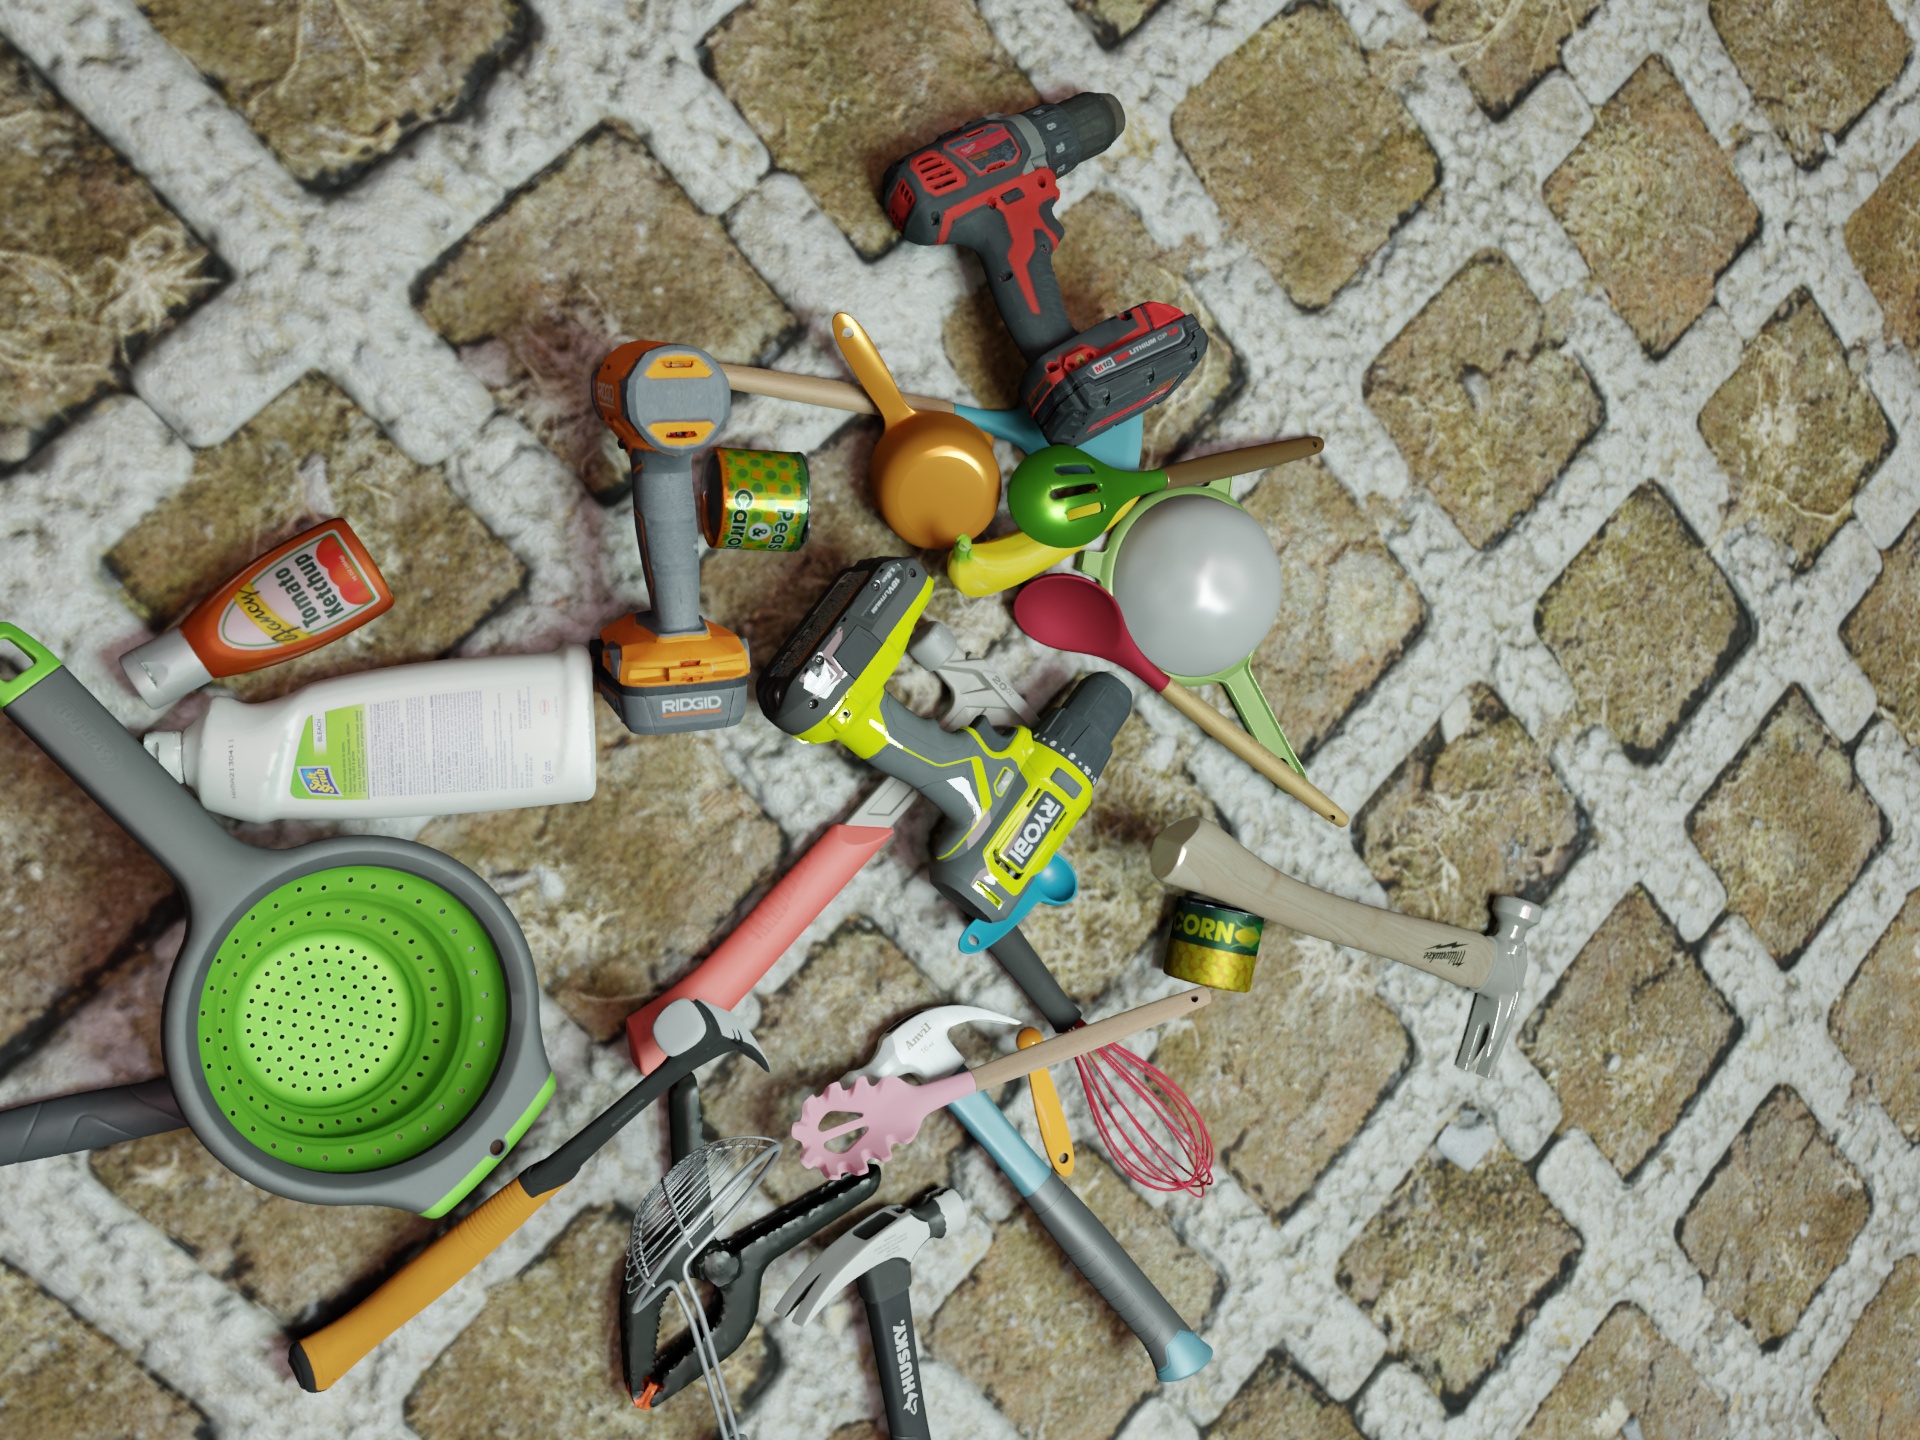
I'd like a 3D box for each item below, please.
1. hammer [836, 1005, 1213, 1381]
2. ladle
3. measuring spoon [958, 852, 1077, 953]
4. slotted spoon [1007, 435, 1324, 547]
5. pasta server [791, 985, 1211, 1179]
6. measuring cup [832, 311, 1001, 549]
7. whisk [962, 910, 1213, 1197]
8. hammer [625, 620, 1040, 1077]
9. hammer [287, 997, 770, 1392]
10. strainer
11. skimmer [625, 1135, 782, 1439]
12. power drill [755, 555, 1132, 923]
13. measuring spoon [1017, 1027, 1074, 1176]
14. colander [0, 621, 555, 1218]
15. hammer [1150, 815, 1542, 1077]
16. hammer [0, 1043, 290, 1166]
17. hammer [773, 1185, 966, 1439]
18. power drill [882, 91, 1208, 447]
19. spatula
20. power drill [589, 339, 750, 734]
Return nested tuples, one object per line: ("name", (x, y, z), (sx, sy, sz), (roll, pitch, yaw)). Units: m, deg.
("hammer", (0.061, 0.336, 1.117), (0.128, 0.033, 0.331), (-42, 96, -24))
("ladle", (0.169, -0.012, 1.161), (0.315, 0.069, 0.031), (36, 39, -15))
("measuring spoon", (0.035, 0.133, 1.114), (0.128, 0.021, 0.042), (-32, 82, -44))
("slotted spoon", (0.159, -0.177, 1.130), (0.313, 0.031, 0.070), (-17, 91, -38))
("pasta server", (0.035, 0.235, 1.078), (0.316, 0.040, 0.060), (-16, 79, -19))
("measuring cup", (-0.035, -0.189, 1.049), (0.095, 0.052, 0.173), (-29, 122, 7))
("whisk", (0.089, 0.232, 1.144), (0.073, 0.073, 0.295), (-40, 100, -16))
("hammer", (-0.084, 0.106, 1.080), (0.149, 0.037, 0.359), (47, 75, -17))
("hammer", (-0.267, 0.293, 0.977), (0.337, 0.127, 0.034), (-39, 66, -2))
("strainer", (0.206, -0.054, 1.173), (0.151, 0.069, 0.256), (-33, 102, -18))
("skimmer", (-0.134, 0.423, 1.005), (0.127, 0.090, 0.363), (-37, 124, -51))
("power drill", (-0.002, -0.003, 1.053), (0.228, 0.080, 0.190), (41, 75, -21))
("measuring spoon", (0.065, 0.279, 1.158), (0.021, 0.011, 0.117), (-18, 98, -20))
("colander", (-0.407, 0.111, 0.901), (0.396, 0.094, 0.204), (52, 56, -17))
("hammer", (0.291, 0.161, 1.184), (0.410, 0.038, 0.146), (21, 84, -35))
("hammer", (-0.592, 0.250, 0.882), (0.409, 0.036, 0.149), (-9, 96, -22))
("hammer", (-0.038, 0.505, 1.101), (0.146, 0.035, 0.334), (-15, 101, -38))
("power drill", (0.076, -0.320, 1.090), (0.188, 0.080, 0.227), (-30, 85, -20))
("spatula", (-0.027, -0.218, 1.088), (0.317, 0.044, 0.082), (5, 85, -21))
("power drill", (-0.187, -0.119, 0.981), (0.084, 0.164, 0.226), (-6, 107, -22))
